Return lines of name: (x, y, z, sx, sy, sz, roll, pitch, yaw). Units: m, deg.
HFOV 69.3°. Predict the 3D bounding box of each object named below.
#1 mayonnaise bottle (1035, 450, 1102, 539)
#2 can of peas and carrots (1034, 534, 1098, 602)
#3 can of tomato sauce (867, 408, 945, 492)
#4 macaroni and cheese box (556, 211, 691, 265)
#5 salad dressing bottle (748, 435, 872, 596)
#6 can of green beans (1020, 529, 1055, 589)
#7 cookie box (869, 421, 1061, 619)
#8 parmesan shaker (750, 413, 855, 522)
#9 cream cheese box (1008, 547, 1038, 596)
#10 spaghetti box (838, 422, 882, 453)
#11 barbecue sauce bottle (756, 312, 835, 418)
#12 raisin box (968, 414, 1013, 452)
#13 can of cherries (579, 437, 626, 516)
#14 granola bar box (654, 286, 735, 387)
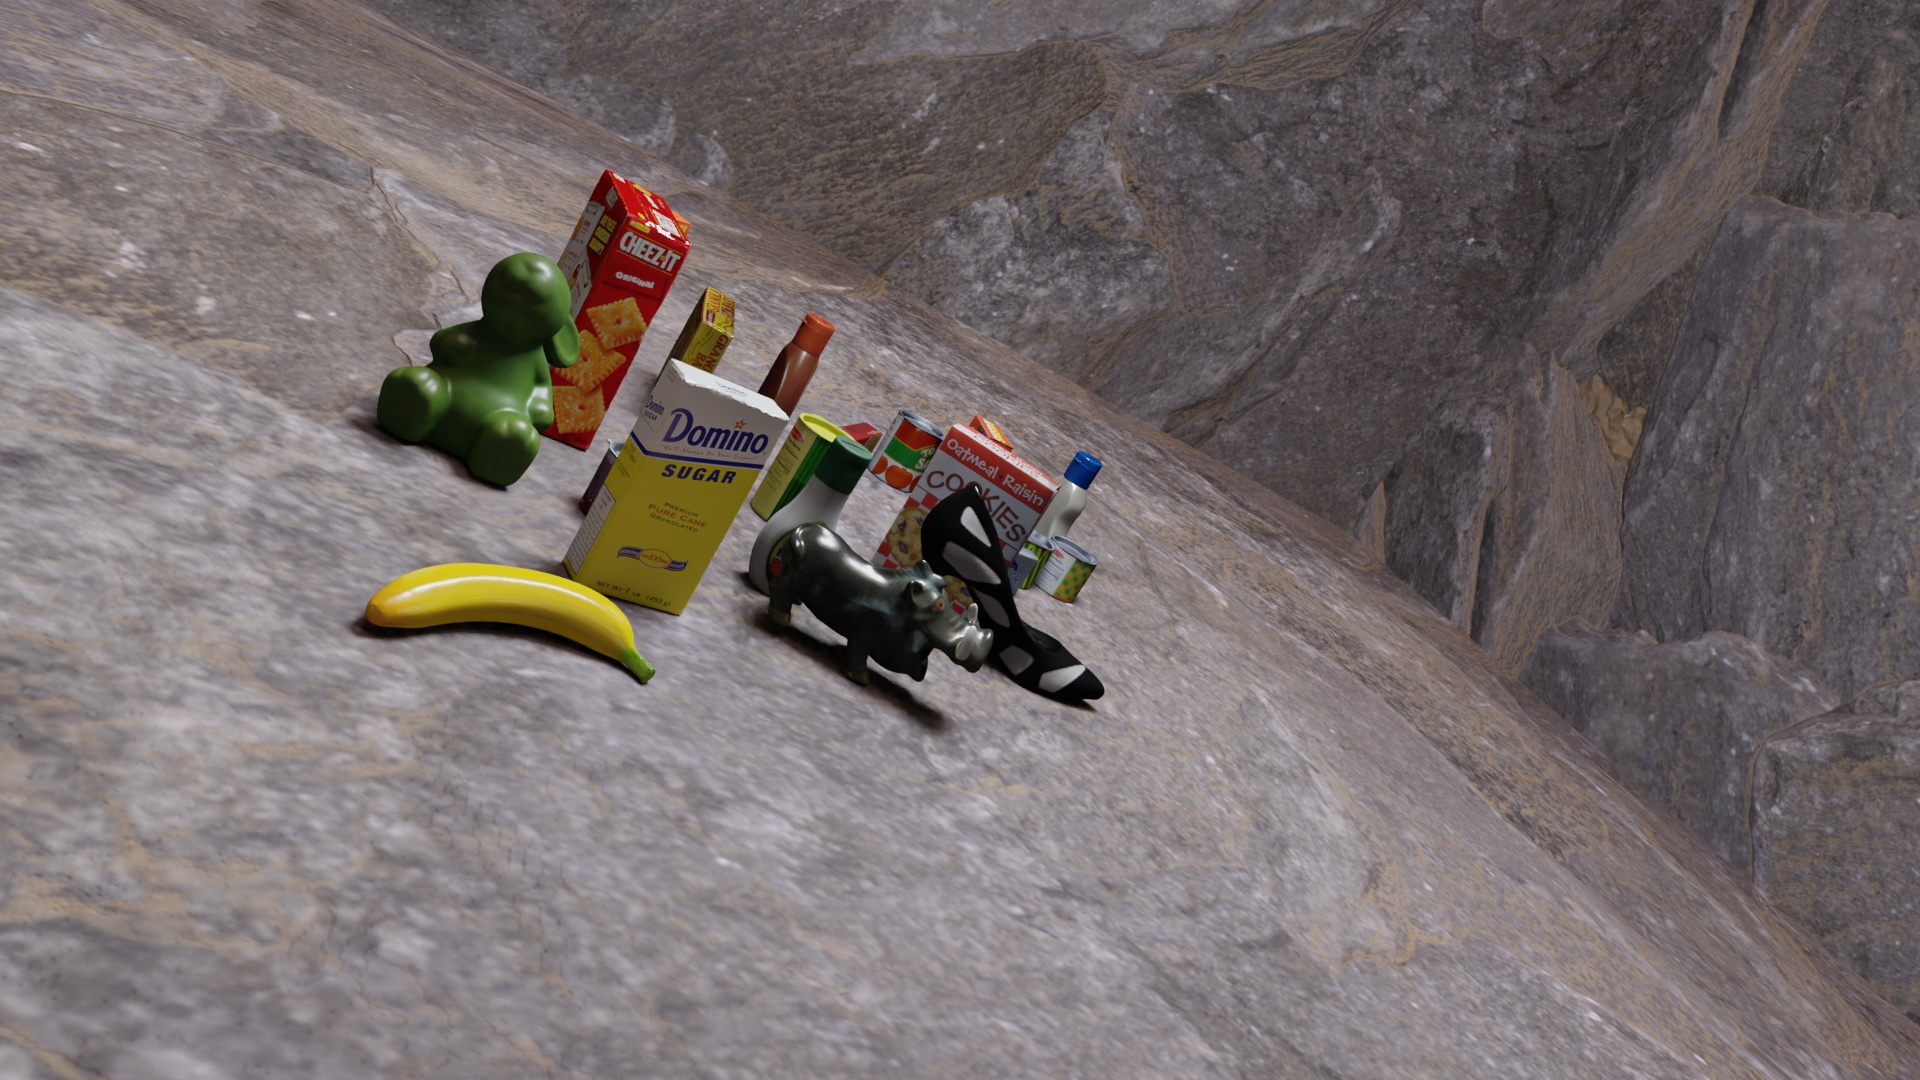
mayonnaise bottle: (0.127, -0.043, 1.765, 0.041, 0.147, 0.065, 19, 19, -41)
can of peas and carrots: (0.126, 0.034, 1.687, 0.071, 0.058, 0.071, 30, 15, -8)
can of tomato sauce: (-0.066, -0.110, 1.722, 0.071, 0.083, 0.071, 30, 15, -8)
macaroni and cheese box: (-0.384, -0.297, 1.529, 0.040, 0.166, 0.124, 38, 16, 23)
salad dressing bottle: (-0.127, -0.019, 1.185, 0.064, 0.147, 0.044, 22, 17, -33)
can of green beans: (0.069, 0.016, 1.635, 0.071, 0.057, 0.071, 30, 15, -8)
cookie box: (0.005, -0.018, 1.402, 0.123, 0.167, 0.040, 33, 14, 5)
parmesan shaker: (-0.154, -0.066, 1.366, 0.071, 0.103, 0.071, 30, 15, -8)
cream cheese box: (0.032, 0.022, 1.551, 0.104, 0.053, 0.024, 22, 17, -32)
spaghetti box: (-0.150, -0.102, 1.593, 0.029, 0.050, 0.251, 34, 15, 8)
barbecue sauce bottle: (-0.195, -0.189, 1.593, 0.043, 0.148, 0.065, 23, 17, -30)
raisin box: (0.011, -0.083, 1.711, 0.040, 0.123, 0.086, 27, 15, -20)
can of cherries: (-0.272, -0.042, 1.142, 0.071, 0.058, 0.072, 30, 15, -8)
granola bar box: (-0.284, -0.193, 1.474, 0.039, 0.124, 0.166, 27, 15, -18)
